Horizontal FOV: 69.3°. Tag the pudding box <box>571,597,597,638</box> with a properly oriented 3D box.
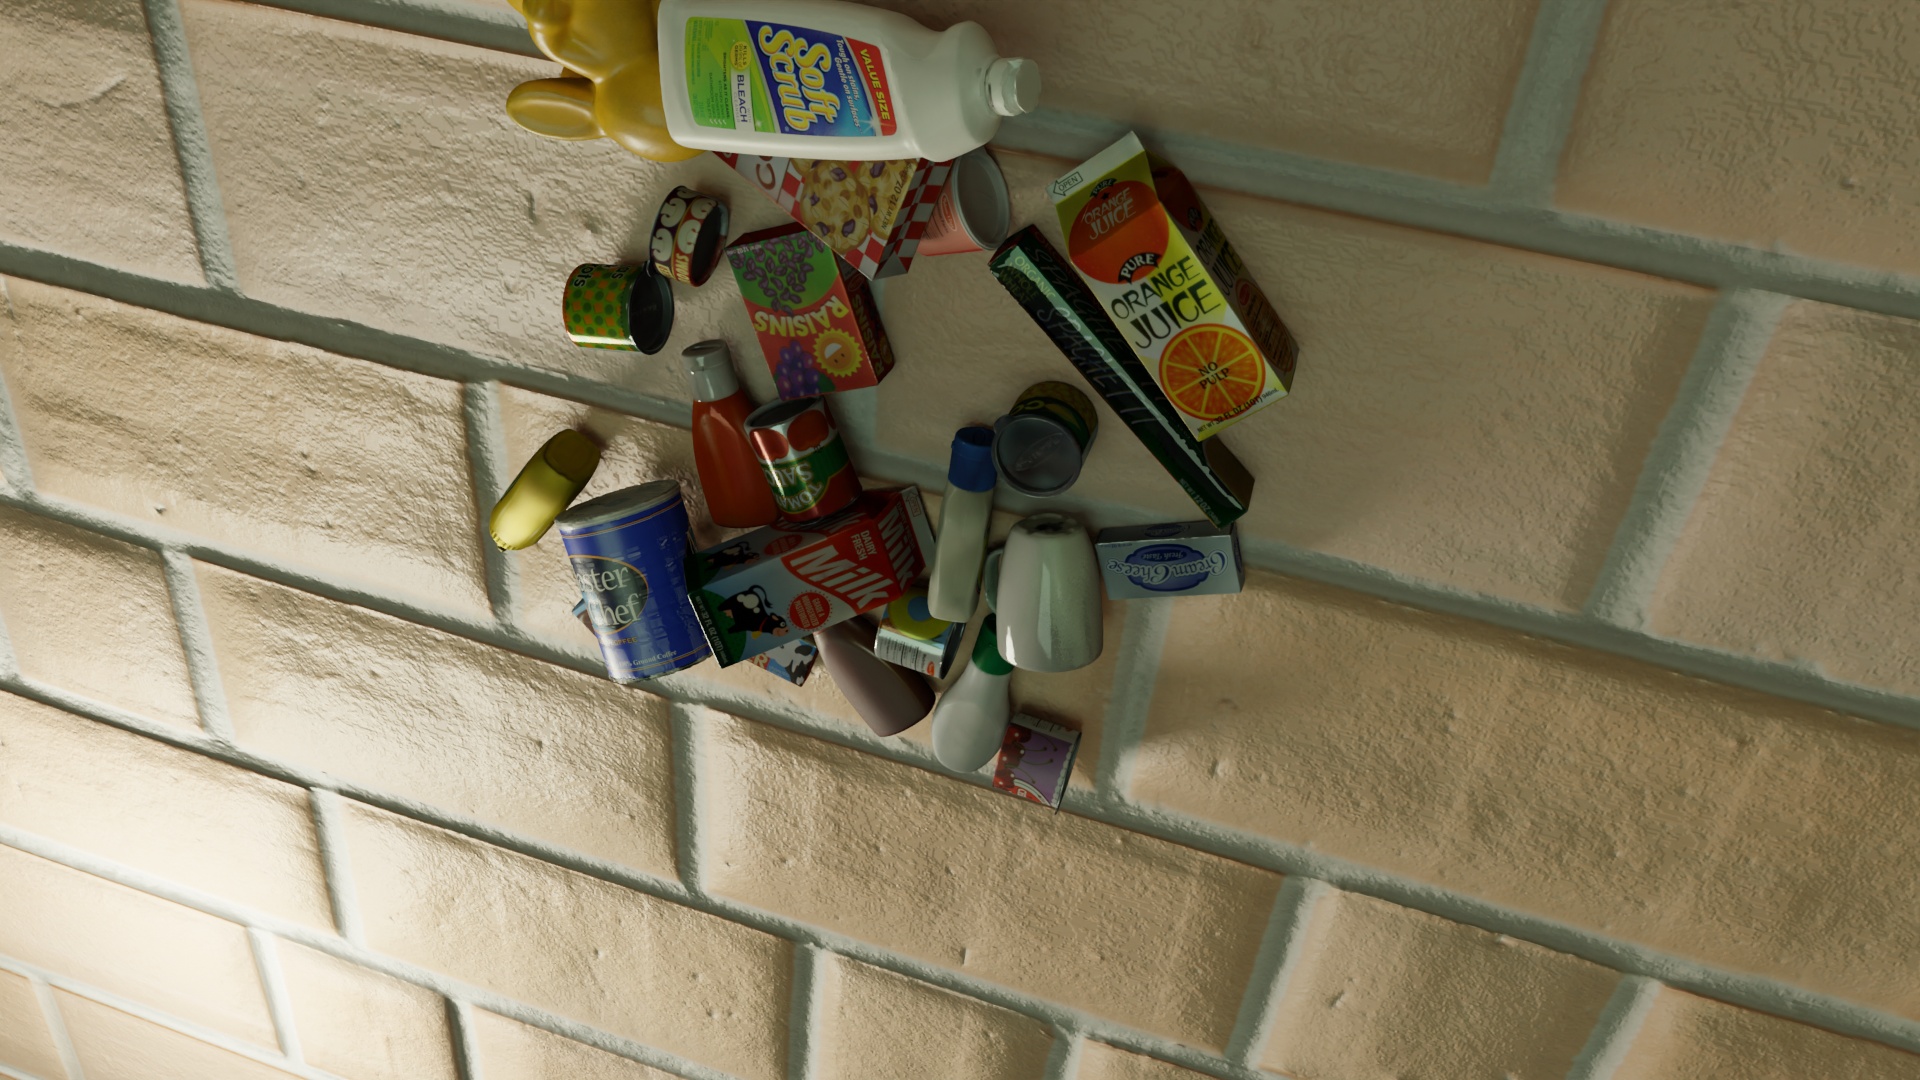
[{"bbox_3d":[-0.297,0.055,1.225,0.083,0.030,0.049,-32,107,32],"label":"pudding box"}]

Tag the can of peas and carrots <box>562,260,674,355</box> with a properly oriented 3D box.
[{"bbox_3d":[-0.258,-0.177,1.046,0.059,0.071,0.070,7,122,17],"label":"can of peas and carrots"}]

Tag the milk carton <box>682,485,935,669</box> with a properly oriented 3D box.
[{"bbox_3d":[-0.114,0.021,1.085,0.191,0.073,0.072,-21,115,-6],"label":"milk carton"}]

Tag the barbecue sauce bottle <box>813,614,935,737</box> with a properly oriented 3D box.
[{"bbox_3d":[-0.087,0.095,1.166,0.064,0.044,0.148,-28,107,30],"label":"barbecue sauce bottle"}]

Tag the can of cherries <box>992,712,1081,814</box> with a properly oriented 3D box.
[{"bbox_3d":[0.063,0.184,1.150,0.058,0.072,0.071,17,124,9],"label":"can of cherries"}]

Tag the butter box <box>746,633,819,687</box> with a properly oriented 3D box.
[{"bbox_3d":[-0.172,0.081,1.199,0.103,0.024,0.052,26,125,3],"label":"butter box"}]

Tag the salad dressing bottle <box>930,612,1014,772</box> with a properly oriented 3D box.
[{"bbox_3d":[0.017,0.126,1.148,0.064,0.044,0.146,23,124,7],"label":"salad dressing bottle"}]

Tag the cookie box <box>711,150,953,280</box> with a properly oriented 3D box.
[{"bbox_3d":[-0.084,-0.268,0.907,0.168,0.040,0.122,41,128,21],"label":"cookie box"}]

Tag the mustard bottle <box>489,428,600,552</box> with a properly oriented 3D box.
[{"bbox_3d":[-0.362,-0.031,1.176,0.049,0.066,0.159,41,129,-13],"label":"mustard bottle"}]

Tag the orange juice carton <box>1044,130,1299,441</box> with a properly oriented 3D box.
[{"bbox_3d":[0.137,-0.169,0.905,0.071,0.073,0.192,-29,107,31],"label":"orange juice carton"}]

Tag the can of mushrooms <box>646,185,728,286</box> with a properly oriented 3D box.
[{"bbox_3d":[-0.195,-0.216,0.997,0.033,0.071,0.070,20,125,5],"label":"can of mushrooms"}]

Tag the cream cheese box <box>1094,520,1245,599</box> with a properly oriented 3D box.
[{"bbox_3d":[0.157,0.015,1.041,0.104,0.024,0.053,-5,120,22],"label":"cream cheese box"}]

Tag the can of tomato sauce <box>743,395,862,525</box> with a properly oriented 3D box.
[{"bbox_3d":[-0.122,-0.064,1.064,0.071,0.071,0.082,-9,116,24],"label":"can of tomato sauce"}]

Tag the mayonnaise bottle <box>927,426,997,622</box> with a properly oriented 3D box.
[{"bbox_3d":[0.004,-0.013,1.057,0.041,0.065,0.147,10,120,1],"label":"mayonnaise bottle"}]

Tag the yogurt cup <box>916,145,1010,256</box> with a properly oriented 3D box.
[{"bbox_3d":[-0.006,-0.223,0.930,0.054,0.073,0.072,-7,118,33],"label":"yogurt cup"}]

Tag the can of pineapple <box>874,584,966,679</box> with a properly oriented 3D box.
[{"bbox_3d":[-0.030,0.070,1.119,0.058,0.071,0.070,18,125,9],"label":"can of pineapple"}]

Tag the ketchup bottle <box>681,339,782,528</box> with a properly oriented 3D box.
[{"bbox_3d":[-0.182,-0.082,1.090,0.065,0.044,0.148,-2,119,19],"label":"ketchup bottle"}]

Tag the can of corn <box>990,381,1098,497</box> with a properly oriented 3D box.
[{"bbox_3d":[0.060,-0.075,0.999,0.071,0.058,0.070,9,123,14],"label":"can of corn"}]

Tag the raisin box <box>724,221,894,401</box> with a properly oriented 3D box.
[{"bbox_3d":[-0.109,-0.169,1.014,0.086,0.040,0.123,-8,116,23],"label":"raisin box"}]

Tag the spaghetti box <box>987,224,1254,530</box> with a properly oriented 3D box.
[{"bbox_3d":[0.114,-0.113,0.962,0.028,0.050,0.250,-36,103,31],"label":"spaghetti box"}]
